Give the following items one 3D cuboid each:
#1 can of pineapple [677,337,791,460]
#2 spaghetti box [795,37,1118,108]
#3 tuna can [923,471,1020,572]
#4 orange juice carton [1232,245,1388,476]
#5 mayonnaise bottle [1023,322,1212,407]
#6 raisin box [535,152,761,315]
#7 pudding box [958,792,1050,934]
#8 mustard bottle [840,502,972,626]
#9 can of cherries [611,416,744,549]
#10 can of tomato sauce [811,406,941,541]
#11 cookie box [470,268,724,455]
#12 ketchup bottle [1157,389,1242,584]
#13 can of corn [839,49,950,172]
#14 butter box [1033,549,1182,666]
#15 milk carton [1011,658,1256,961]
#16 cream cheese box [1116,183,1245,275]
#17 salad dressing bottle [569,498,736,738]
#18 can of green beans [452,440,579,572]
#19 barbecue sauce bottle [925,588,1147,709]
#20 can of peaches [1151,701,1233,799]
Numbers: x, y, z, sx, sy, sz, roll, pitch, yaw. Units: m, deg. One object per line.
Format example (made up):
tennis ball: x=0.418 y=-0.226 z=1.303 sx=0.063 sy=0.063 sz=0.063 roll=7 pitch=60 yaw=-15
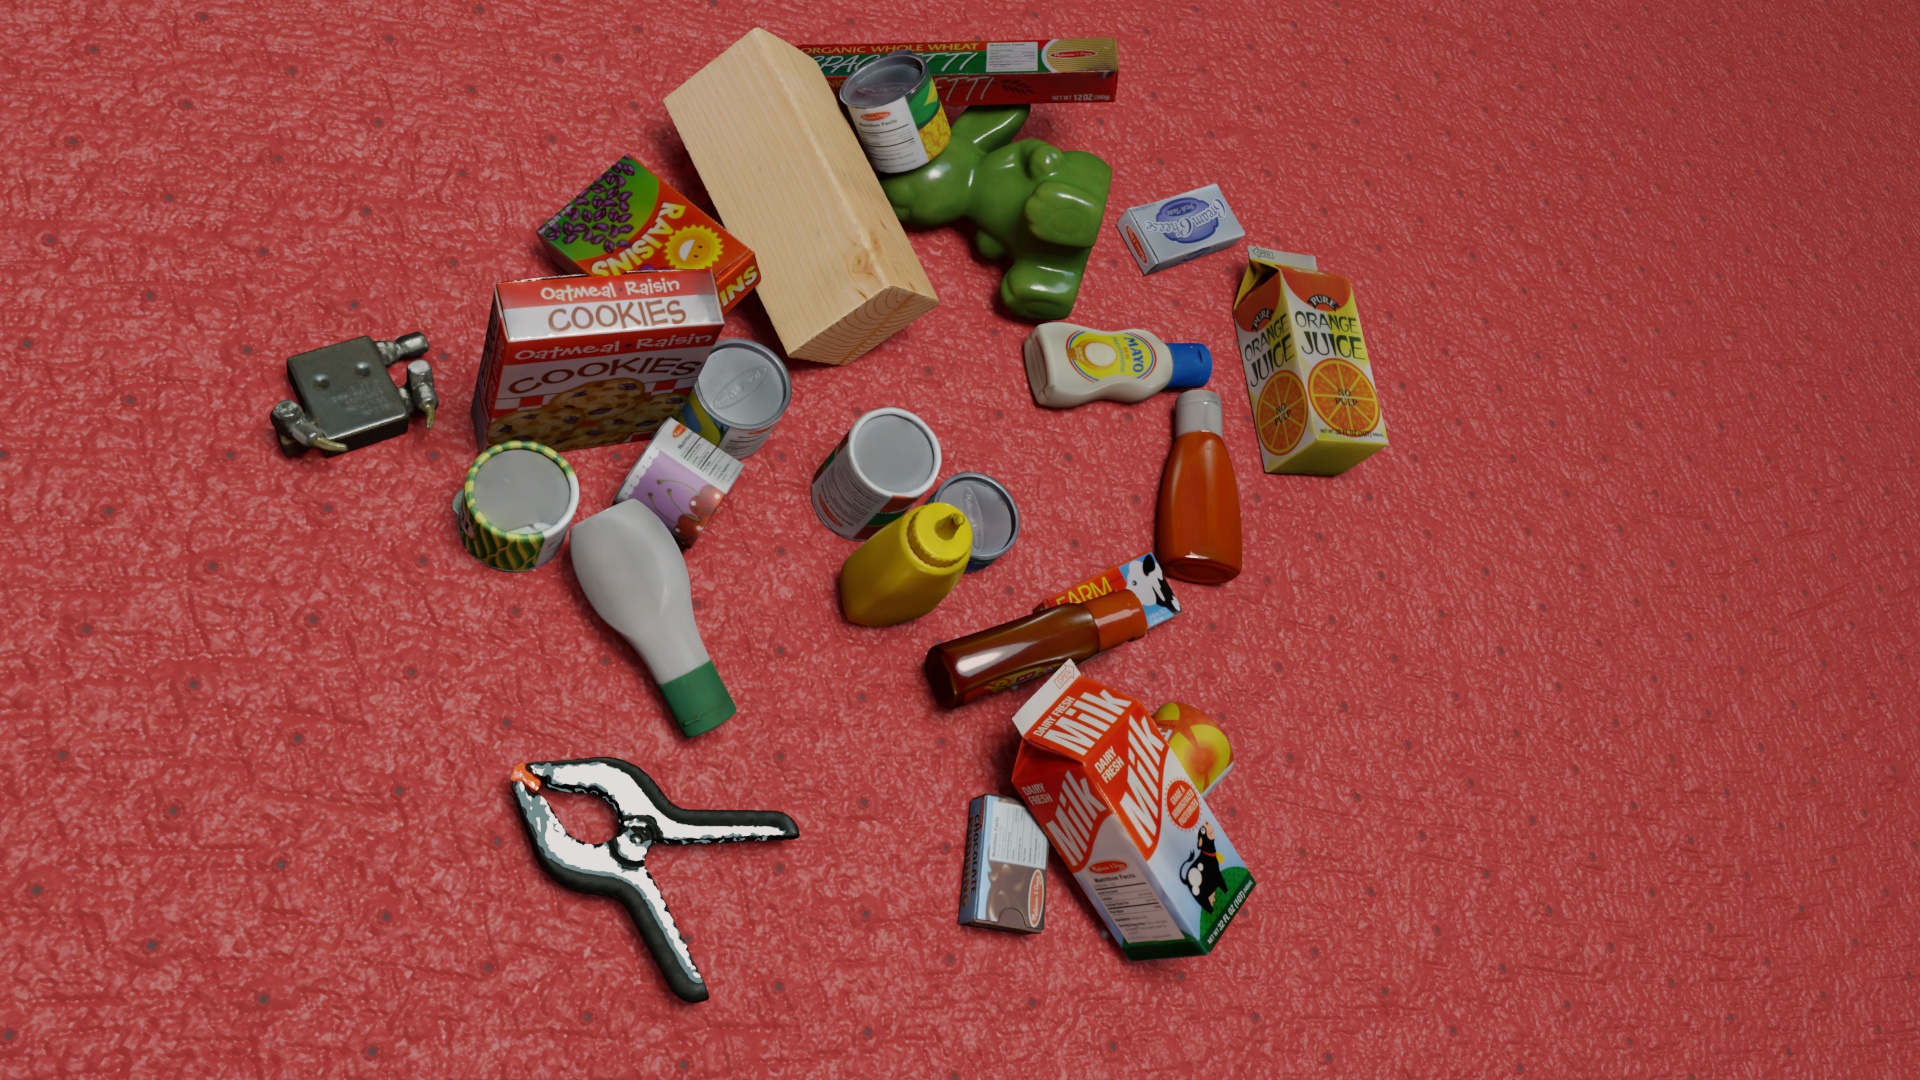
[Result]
can of pineapple: x=-0.153 y=-0.095 z=0.930 sx=0.071 sy=0.057 sz=0.071 roll=9 pitch=67 yaw=-21
spaghetti box: x=-0.007 y=-0.353 z=1.049 sx=0.250 sy=0.028 sz=0.050 roll=0 pitch=48 yaw=4
tuna can: x=0.003 y=-0.012 z=0.980 sx=0.071 sy=0.032 sz=0.071 roll=9 pitch=67 yaw=-21
orange juice carton: x=0.281 y=-0.154 z=1.136 sx=0.072 sy=0.072 sz=0.193 roll=2 pitch=69 yaw=-23
mayonnaise bottle: x=0.124 y=-0.136 z=1.078 sx=0.148 sy=0.041 sz=0.065 roll=-3 pitch=70 yaw=-24
raisin box: x=-0.206 y=-0.190 z=0.922 sx=0.123 sy=0.040 sz=0.086 roll=40 pitch=74 yaw=17
pudding box: x=0.029 y=0.211 z=0.904 sx=0.050 sy=0.030 sz=0.084 roll=14 pitch=65 yaw=-20
mustard bottle: x=-0.028 y=0.011 z=0.884 sx=0.065 sy=0.159 sz=0.049 roll=-1 pitch=70 yaw=-26
can of cherries: x=-0.181 y=-0.035 z=0.892 sx=0.058 sy=0.071 sz=0.072 roll=33 pitch=61 yaw=-10
can of tomato sauce: x=-0.056 y=-0.046 z=0.938 sx=0.071 sy=0.082 sz=0.071 roll=8 pitch=67 yaw=-21
cookie box: x=-0.223 y=-0.105 z=0.840 sx=0.123 sy=0.166 sz=0.040 roll=-10 pitch=75 yaw=-27
ketchup bottle: x=0.184 y=-0.043 z=1.066 sx=0.065 sy=0.043 sz=0.149 roll=13 pitch=65 yaw=-20
can of corn: x=-0.045 y=-0.311 z=1.009 sx=0.071 sy=0.058 sz=0.071 roll=-12 pitch=47 yaw=13
butter box: x=0.108 y=0.050 z=1.006 sx=0.104 sy=0.024 sz=0.053 roll=-23 pitch=81 yaw=-29
milk carton: x=0.103 y=0.173 z=0.901 sx=0.073 sy=0.073 sz=0.190 roll=-40 pitch=100 yaw=-41
cream cheese box: x=0.186 y=-0.262 z=1.165 sx=0.104 sy=0.024 sz=0.053 roll=-23 pitch=81 yaw=-29
salad dressing bottle: x=-0.187 y=0.049 z=0.853 sx=0.147 sy=0.064 sz=0.044 roll=64 pitch=17 yaw=-5
can of green beans: x=-0.271 y=-0.021 z=0.849 sx=0.071 sy=0.057 sz=0.071 roll=9 pitch=67 yaw=-21
barbecue sauce bottle: x=0.053 y=0.070 z=0.938 sx=0.149 sy=0.064 sz=0.044 roll=-17 pitch=81 yaw=-17
can of peaches: x=0.144 y=0.152 z=0.957 sx=0.058 sy=0.071 sz=0.071 roll=-37 pitch=88 yaw=-31
